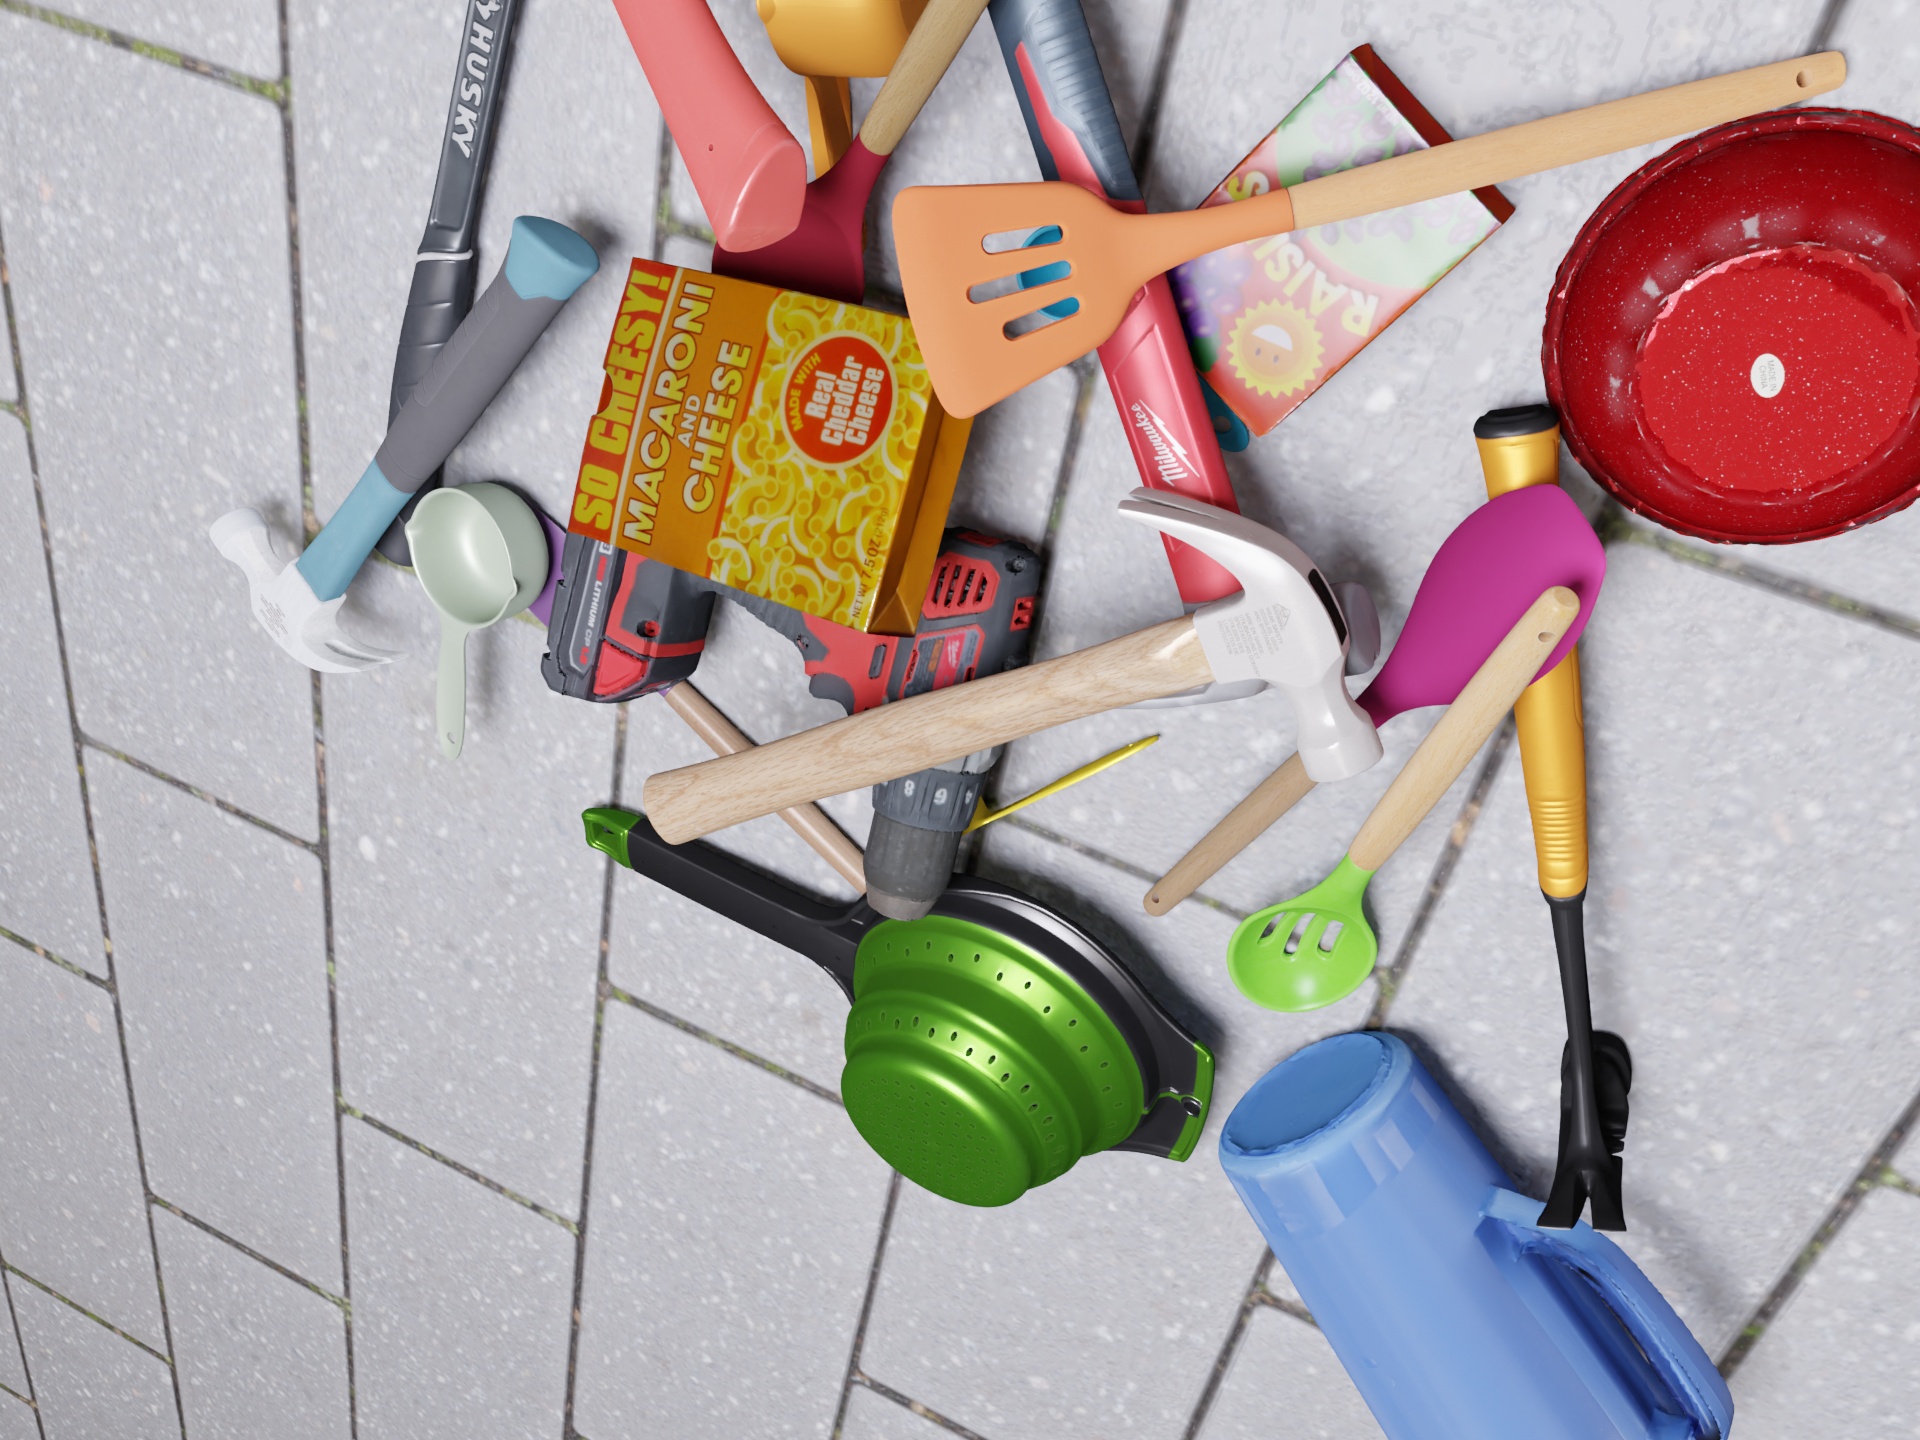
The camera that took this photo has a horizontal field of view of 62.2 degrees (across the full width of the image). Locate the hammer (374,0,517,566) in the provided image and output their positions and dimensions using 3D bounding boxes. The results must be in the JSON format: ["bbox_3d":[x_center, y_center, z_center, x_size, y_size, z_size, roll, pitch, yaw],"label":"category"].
[{"bbox_3d":[-0.244,-0.243,0.778,0.149,0.036,0.408,31,127,7],"label":"hammer"}]

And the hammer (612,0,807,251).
[{"bbox_3d":[-0.153,-0.342,0.604,0.149,0.036,0.359,-25,88,41],"label":"hammer"}]

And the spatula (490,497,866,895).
[{"bbox_3d":[-0.140,0.002,0.873,0.316,0.018,0.059,44,126,0],"label":"spatula"}]

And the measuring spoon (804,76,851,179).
[{"bbox_3d":[-0.058,-0.248,0.695,0.021,0.011,0.116,10,121,21],"label":"measuring spoon"}]

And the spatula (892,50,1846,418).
[{"bbox_3d":[0.139,-0.182,0.548,0.322,0.041,0.081,-13,106,8],"label":"spatula"}]

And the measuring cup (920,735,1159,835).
[{"bbox_3d":[0.025,0.029,0.793,0.156,0.062,0.029,-26,92,24],"label":"measuring cup"}]

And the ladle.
[{"bbox_3d":[-0.023,-0.234,0.596,0.069,0.031,0.315,36,148,-10],"label":"ladle"}]

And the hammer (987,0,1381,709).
[{"bbox_3d":[0.043,-0.183,0.617,0.143,0.038,0.386,-9,112,33],"label":"hammer"}]

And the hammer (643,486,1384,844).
[{"bbox_3d":[-0.001,-0.002,0.675,0.331,0.031,0.130,-16,105,27],"label":"hammer"}]

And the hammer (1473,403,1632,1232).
[{"bbox_3d":[0.244,0.040,0.653,0.034,0.127,0.336,-4,109,26],"label":"hammer"}]

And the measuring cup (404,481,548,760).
[{"bbox_3d":[-0.265,-0.053,0.875,0.083,0.038,0.167,28,123,21],"label":"measuring cup"}]

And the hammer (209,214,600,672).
[{"bbox_3d":[-0.281,-0.136,0.808,0.331,0.033,0.128,-38,85,36],"label":"hammer"}]

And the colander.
[{"bbox_3d":[-0.066,0.154,0.856,0.397,0.094,0.204,23,137,19],"label":"colander"}]

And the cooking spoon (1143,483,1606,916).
[{"bbox_3d":[0.160,0.012,0.688,0.318,0.017,0.069,-54,54,49],"label":"cooking spoon"}]

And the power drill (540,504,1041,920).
[{"bbox_3d":[-0.083,-0.019,0.769,0.227,0.080,0.188,17,102,15],"label":"power drill"}]

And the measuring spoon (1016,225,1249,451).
[{"bbox_3d":[0.078,-0.163,0.677,0.128,0.021,0.042,42,130,-11],"label":"measuring spoon"}]

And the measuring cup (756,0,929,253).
[{"bbox_3d":[-0.033,-0.265,0.643,0.052,0.095,0.173,9,139,17],"label":"measuring cup"}]

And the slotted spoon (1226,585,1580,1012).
[{"bbox_3d":[0.183,0.045,0.673,0.070,0.031,0.313,13,145,-2],"label":"slotted spoon"}]
